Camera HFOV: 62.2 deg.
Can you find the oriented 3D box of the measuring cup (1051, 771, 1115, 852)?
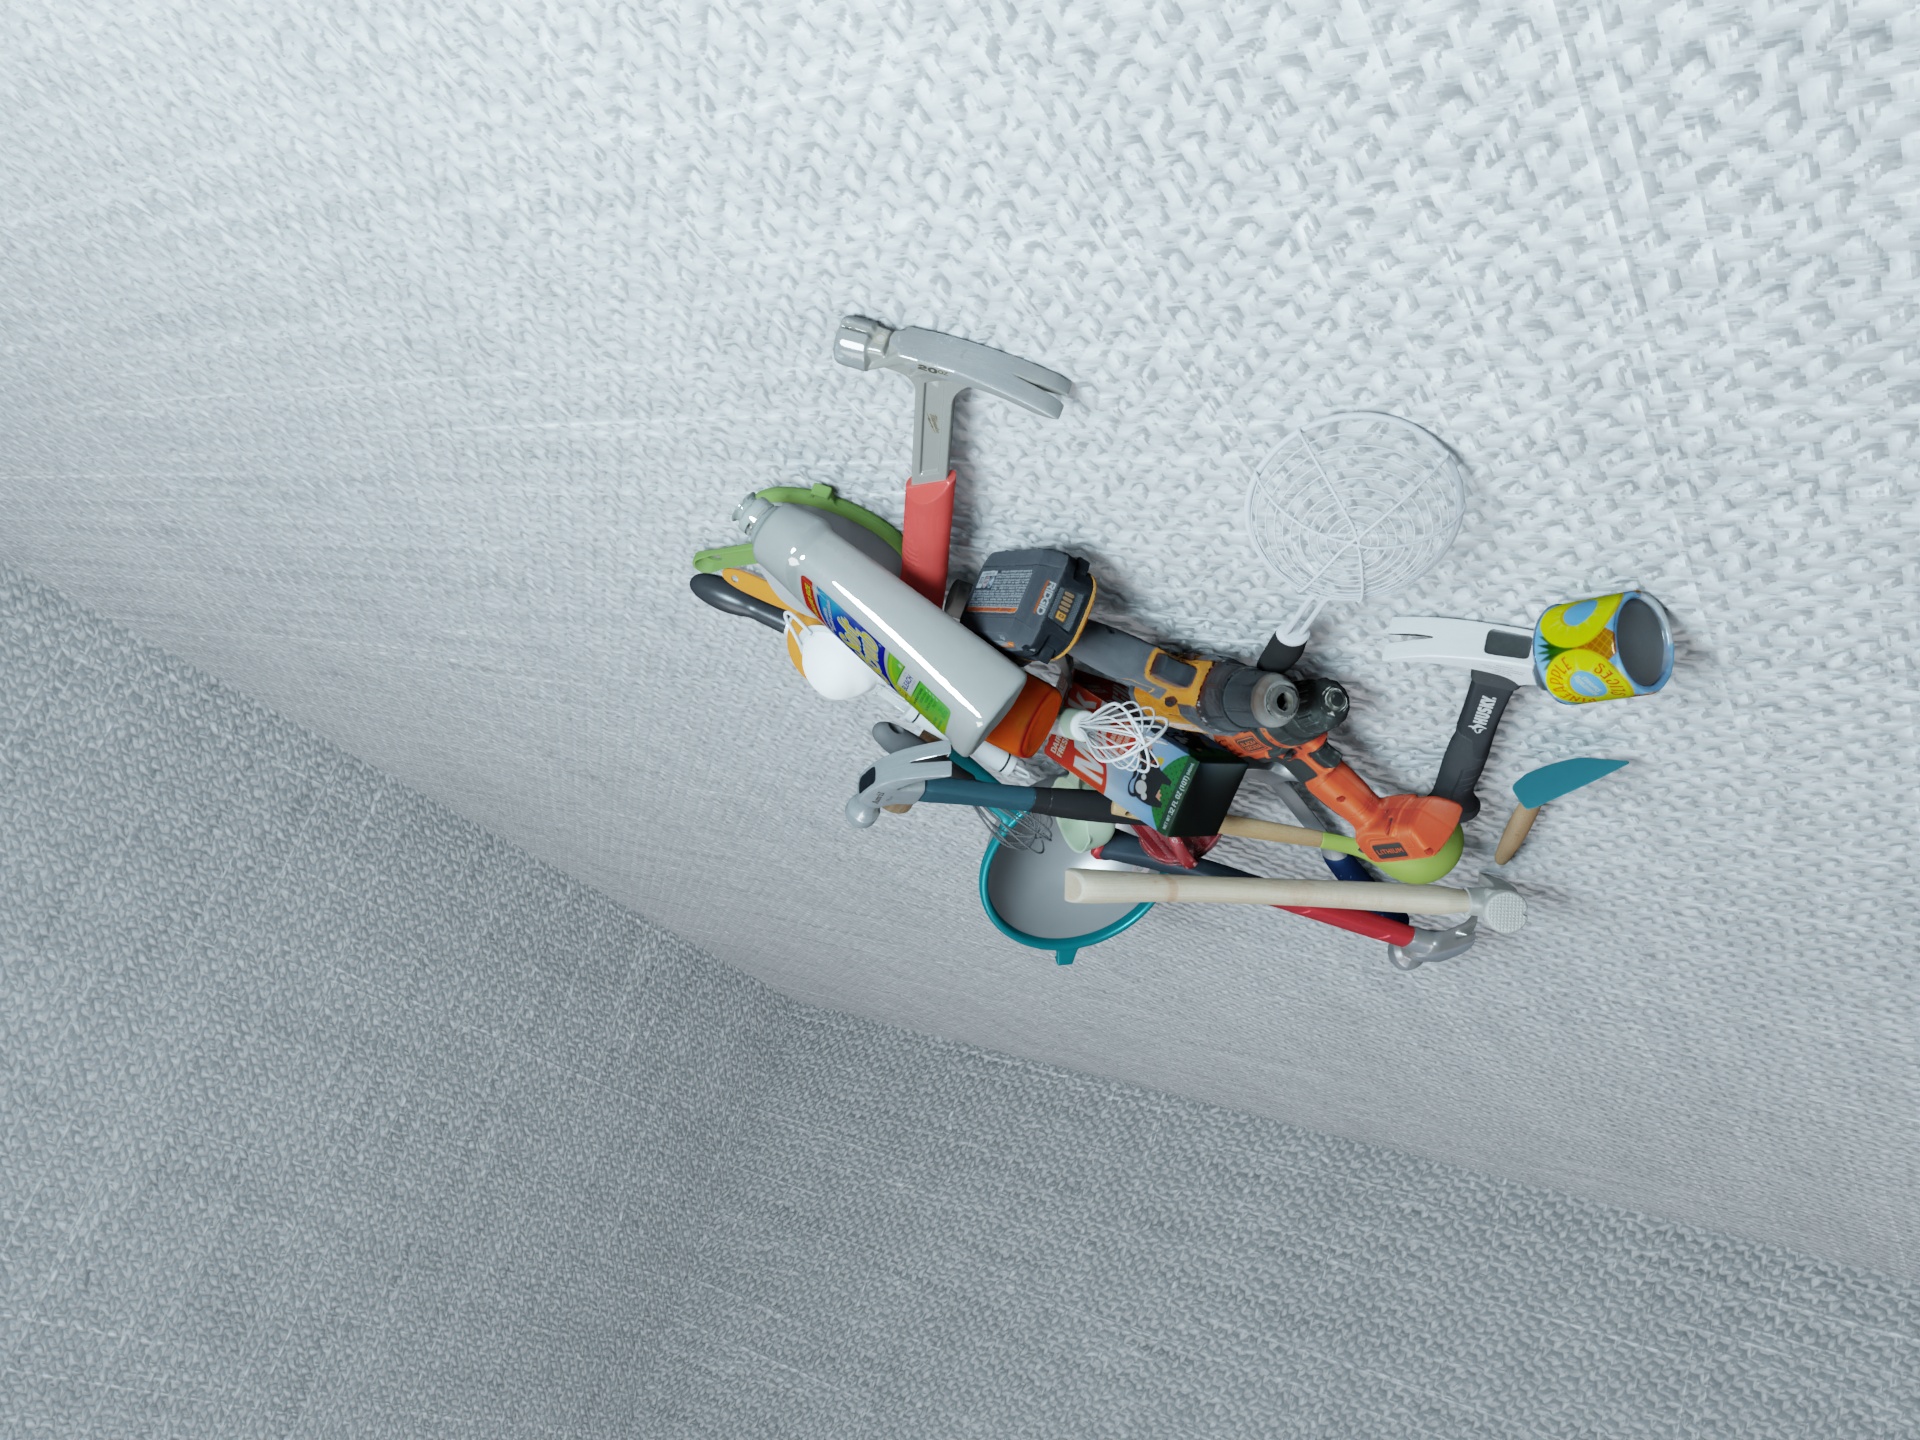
[{"bbox_3d":[0.124,0.051,1.510,0.038,0.083,0.167,-13,130,-20],"label":"measuring cup"}]

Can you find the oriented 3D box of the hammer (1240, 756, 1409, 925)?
[{"bbox_3d":[0.358,0.124,1.560,0.144,0.035,0.405,6,157,35],"label":"hammer"}]

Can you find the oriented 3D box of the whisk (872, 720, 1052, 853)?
[{"bbox_3d":[0.004,0.061,1.445,0.055,0.055,0.238,-1,153,47],"label":"whisk"}]

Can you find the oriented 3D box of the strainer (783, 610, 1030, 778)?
[{"bbox_3d":[-0.048,-0.011,1.366,0.258,0.050,0.087,30,151,-14],"label":"strainer"}]

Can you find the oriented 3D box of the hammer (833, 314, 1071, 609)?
[{"bbox_3d":[-0.014,-0.149,1.135,0.149,0.037,0.358,19,155,6],"label":"hammer"}]

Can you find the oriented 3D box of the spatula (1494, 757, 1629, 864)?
[{"bbox_3d":[0.473,0.083,1.313,0.082,0.044,0.317,-25,158,1],"label":"spatula"}]

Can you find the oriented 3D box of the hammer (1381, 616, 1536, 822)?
[{"bbox_3d":[0.388,0.011,1.220,0.146,0.035,0.334,14,161,15],"label":"hammer"}]

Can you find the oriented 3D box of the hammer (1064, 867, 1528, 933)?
[{"bbox_3d":[0.304,0.160,1.489,0.410,0.038,0.146,2,-178,8],"label":"hammer"}]

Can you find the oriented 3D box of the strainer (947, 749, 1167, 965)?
[{"bbox_3d":[0.070,0.095,1.631,0.340,0.211,0.095,41,-167,-31],"label":"strainer"}]

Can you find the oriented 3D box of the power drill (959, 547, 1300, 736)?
[{"bbox_3d":[0.132,-0.050,1.201,0.226,0.084,0.185,25,174,-22],"label":"power drill"}]

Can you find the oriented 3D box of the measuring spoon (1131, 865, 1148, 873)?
[{"bbox_3d":[0.201,0.112,1.616,0.034,0.018,0.124,11,124,-21],"label":"measuring spoon"}]

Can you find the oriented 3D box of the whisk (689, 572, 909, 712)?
[{"bbox_3d":[-0.123,-0.074,1.477,0.284,0.070,0.070,24,162,6],"label":"whisk"}]

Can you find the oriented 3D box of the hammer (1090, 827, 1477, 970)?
[{"bbox_3d":[0.318,0.169,1.589,0.386,0.038,0.143,18,157,-8],"label":"hammer"}]

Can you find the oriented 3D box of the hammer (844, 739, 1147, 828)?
[{"bbox_3d":[0.073,0.071,1.399,0.331,0.033,0.128,7,151,-17],"label":"hammer"}]

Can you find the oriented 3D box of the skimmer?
[{"bbox_3d":[0.239,-0.100,1.072,0.127,0.090,0.363,9,171,4],"label":"skimmer"}]

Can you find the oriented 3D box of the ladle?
[{"bbox_3d":[0.288,0.092,1.395,0.320,0.062,0.078,9,127,-6],"label":"ladle"}]

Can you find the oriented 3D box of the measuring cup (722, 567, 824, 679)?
[{"bbox_3d":[-0.147,-0.087,1.413,0.173,0.052,0.095,26,127,9],"label":"measuring cup"}]

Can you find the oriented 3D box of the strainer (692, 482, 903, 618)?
[{"bbox_3d":[-0.152,-0.123,1.340,0.256,0.069,0.151,-1,152,44],"label":"strainer"}]

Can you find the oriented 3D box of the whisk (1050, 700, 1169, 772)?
[{"bbox_3d":[0.100,0.006,1.251,0.057,0.059,0.246,59,169,-12],"label":"whisk"}]

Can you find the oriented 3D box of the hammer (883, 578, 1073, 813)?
[{"bbox_3d":[-0.002,-0.005,1.420,0.130,0.031,0.331,18,143,-13],"label":"hammer"}]
